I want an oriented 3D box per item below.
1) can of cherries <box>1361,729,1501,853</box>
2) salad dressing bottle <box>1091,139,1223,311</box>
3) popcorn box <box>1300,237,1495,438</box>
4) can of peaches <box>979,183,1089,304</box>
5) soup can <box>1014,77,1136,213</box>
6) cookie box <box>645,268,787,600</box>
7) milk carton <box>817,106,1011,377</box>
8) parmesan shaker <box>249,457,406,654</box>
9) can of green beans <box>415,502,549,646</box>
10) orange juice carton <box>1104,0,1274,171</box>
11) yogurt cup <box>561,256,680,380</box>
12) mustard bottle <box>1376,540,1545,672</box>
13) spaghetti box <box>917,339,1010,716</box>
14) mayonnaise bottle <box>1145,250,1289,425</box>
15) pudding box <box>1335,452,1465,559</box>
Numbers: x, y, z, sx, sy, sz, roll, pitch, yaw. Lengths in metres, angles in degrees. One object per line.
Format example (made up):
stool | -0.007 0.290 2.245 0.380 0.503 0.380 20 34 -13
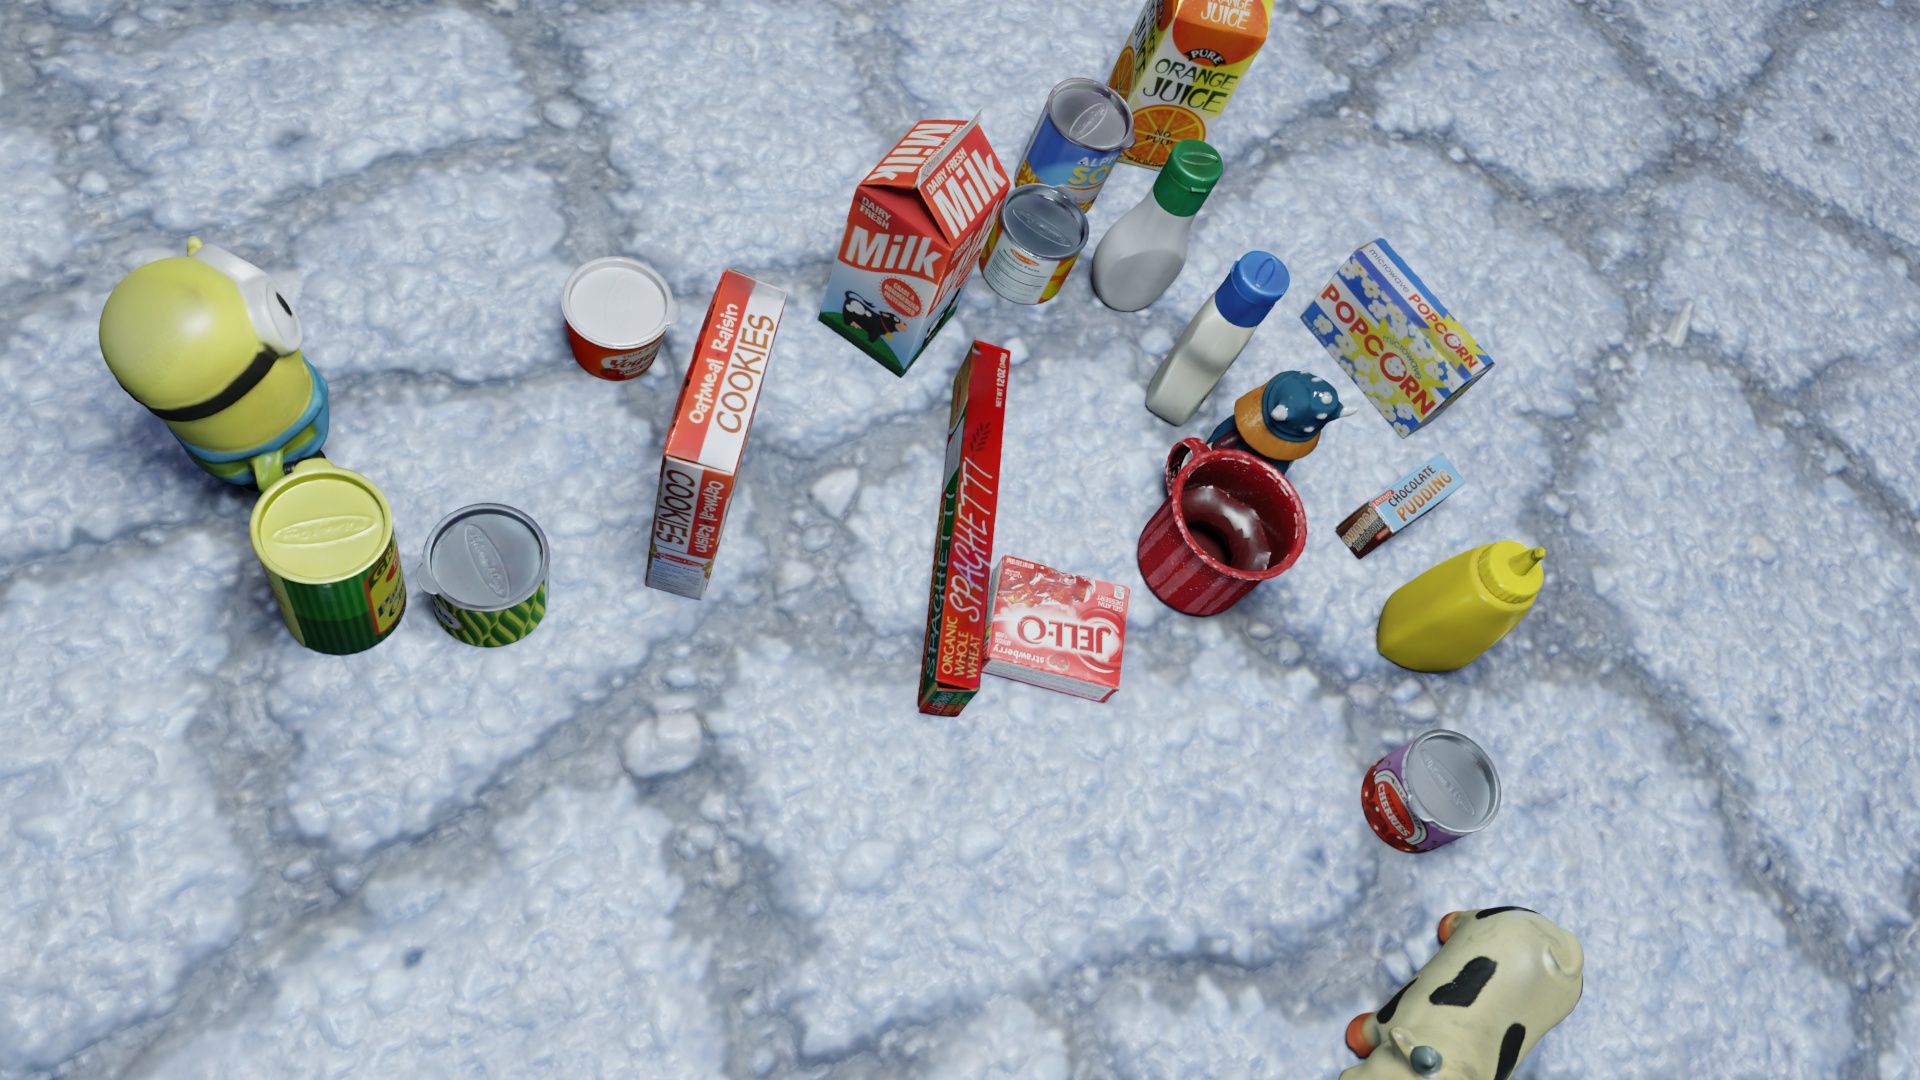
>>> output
can of cherries | 0.296 0.161 0.885 0.071 0.058 0.072 7 63 -13
salad dressing bottle | 0.139 -0.220 0.976 0.064 0.147 0.044 0 65 -17
popcorn box | 0.322 -0.150 1.032 0.038 0.085 0.127 -31 76 -27
can of peaches | 0.053 -0.214 0.999 0.071 0.057 0.071 7 63 -13
soup can | 0.085 -0.287 1.030 0.071 0.083 0.071 7 63 -13
cookie box | -0.144 -0.056 0.798 0.040 0.166 0.123 15 61 -9
milk carton | -0.028 -0.194 0.889 0.073 0.189 0.073 35 60 2
parmesan shaker | -0.335 0.011 0.745 0.071 0.102 0.071 7 63 -13
can of green beans | -0.267 0.020 0.786 0.071 0.057 0.071 7 63 -13
orange juice carton | 0.170 -0.366 1.033 0.072 0.191 0.073 10 62 -12
yogurt cup | -0.219 -0.138 0.882 0.072 0.053 0.072 7 63 -13
mustard bottle | 0.332 0.038 0.899 0.065 0.159 0.049 18 61 -8
spaghetti box | 0.003 -0.011 0.888 0.029 0.050 0.251 12 62 -11
mayonnaise bottle | 0.175 -0.139 0.947 0.041 0.147 0.065 32 60 0
pudding box | 0.313 -0.025 0.988 0.084 0.049 0.030 -30 76 -27
